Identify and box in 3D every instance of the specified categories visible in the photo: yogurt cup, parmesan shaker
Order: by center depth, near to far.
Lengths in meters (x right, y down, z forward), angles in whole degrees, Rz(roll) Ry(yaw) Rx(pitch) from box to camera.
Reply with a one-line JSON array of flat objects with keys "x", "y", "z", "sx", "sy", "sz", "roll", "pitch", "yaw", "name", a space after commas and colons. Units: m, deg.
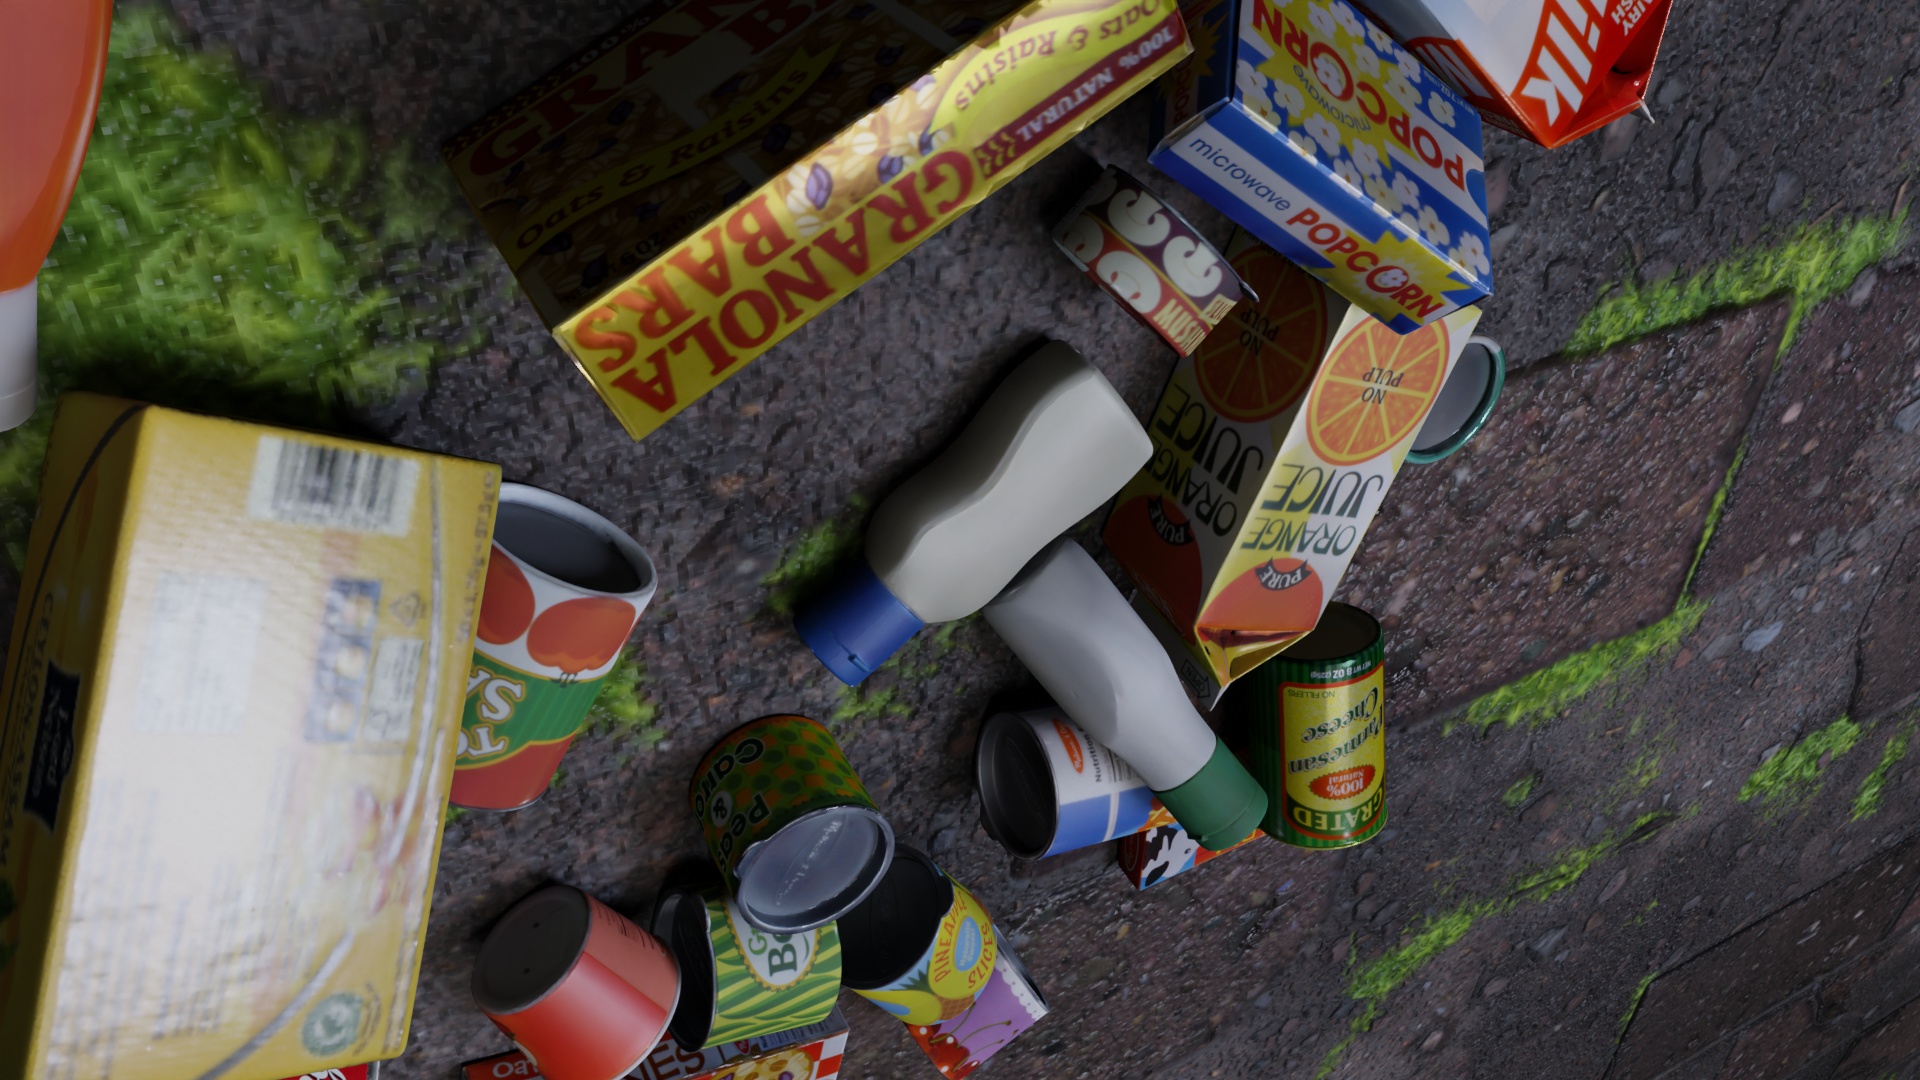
[{"x": -0.152, "y": 0.172, "z": 0.542, "sx": 0.072, "sy": 0.072, "sz": 0.053, "roll": -36, "pitch": 127, "yaw": -5, "name": "yogurt cup"}, {"x": 0.170, "y": 0.089, "z": 0.676, "sx": 0.071, "sy": 0.071, "sz": 0.102, "roll": -18, "pitch": 114, "yaw": -22, "name": "parmesan shaker"}]

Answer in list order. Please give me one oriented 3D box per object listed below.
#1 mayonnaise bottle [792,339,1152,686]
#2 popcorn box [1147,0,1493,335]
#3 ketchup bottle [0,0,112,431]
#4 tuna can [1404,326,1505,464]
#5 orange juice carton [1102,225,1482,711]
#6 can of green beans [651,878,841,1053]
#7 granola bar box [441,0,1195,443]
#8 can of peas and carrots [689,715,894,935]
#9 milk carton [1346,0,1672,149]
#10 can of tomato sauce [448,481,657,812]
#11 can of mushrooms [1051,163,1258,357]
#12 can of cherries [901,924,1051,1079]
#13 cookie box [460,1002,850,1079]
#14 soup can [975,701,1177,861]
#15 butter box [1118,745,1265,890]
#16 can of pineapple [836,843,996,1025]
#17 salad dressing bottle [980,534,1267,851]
[{"x": 0.002, "y": -0.007, "z": 0.528, "sx": 0.148, "sy": 0.041, "sz": 0.064, "roll": -42, "pitch": 133, "yaw": 1, "name": "mayonnaise bottle"}, {"x": 0.121, "y": -0.135, "z": 0.462, "sx": 0.126, "sy": 0.085, "sz": 0.038, "roll": 25, "pitch": 146, "yaw": -28, "name": "popcorn box"}, {"x": -0.226, "y": -0.095, "z": 0.308, "sx": 0.065, "sy": 0.044, "sz": 0.148, "roll": 1, "pitch": 121, "yaw": -33, "name": "ketchup bottle"}, {"x": 0.209, "y": -0.067, "z": 0.625, "sx": 0.071, "sy": 0.033, "sz": 0.070, "roll": -17, "pitch": 129, "yaw": -22, "name": "tuna can"}, {"x": 0.122, "y": -0.028, "z": 0.570, "sx": 0.073, "sy": 0.072, "sz": 0.191, "roll": 4, "pitch": 119, "yaw": -35, "name": "orange juice carton"}, {"x": -0.090, "y": 0.174, "z": 0.581, "sx": 0.058, "sy": 0.071, "sz": 0.071, "roll": -1, "pitch": 122, "yaw": -34, "name": "can of green beans"}, {"x": -0.044, "y": -0.114, "z": 0.358, "sx": 0.166, "sy": 0.124, "sz": 0.039, "roll": -36, "pitch": 134, "yaw": -6, "name": "granola bar box"}, {"x": -0.070, "y": 0.112, "z": 0.554, "sx": 0.071, "sy": 0.059, "sz": 0.070, "roll": -17, "pitch": 129, "yaw": -22, "name": "can of peas and carrots"}, {"x": 0.178, "y": -0.201, "z": 0.479, "sx": 0.190, "sy": 0.072, "sz": 0.073, "roll": 23, "pitch": 107, "yaw": -41, "name": "milk carton"}, {"x": -0.145, "y": 0.033, "z": 0.439, "sx": 0.071, "sy": 0.071, "sz": 0.083, "roll": 19, "pitch": 110, "yaw": -41, "name": "can of tomato sauce"}, {"x": 0.067, "y": -0.095, "z": 0.484, "sx": 0.033, "sy": 0.071, "sz": 0.071, "roll": -48, "pitch": 135, "yaw": 8, "name": "can of mushrooms"}, {"x": 0.000, "y": 0.216, "z": 0.673, "sx": 0.058, "sy": 0.072, "sz": 0.071, "roll": -36, "pitch": 134, "yaw": -4, "name": "can of cherries"}, {"x": -0.143, "y": 0.274, "z": 0.637, "sx": 0.168, "sy": 0.040, "sz": 0.122, "roll": -5, "pitch": 124, "yaw": -31, "name": "cookie box"}, {"x": 0.058, "y": 0.105, "z": 0.630, "sx": 0.084, "sy": 0.071, "sz": 0.071, "roll": -6, "pitch": 125, "yaw": -30, "name": "soup can"}, {"x": 0.133, "y": 0.143, "z": 0.736, "sx": 0.104, "sy": 0.024, "sz": 0.052, "roll": -17, "pitch": 130, "yaw": -22, "name": "butter box"}, {"x": -0.023, "y": 0.178, "z": 0.627, "sx": 0.071, "sy": 0.071, "sz": 0.057, "roll": -41, "pitch": 136, "yaw": -1, "name": "can of pineapple"}, {"x": 0.070, "y": 0.065, "z": 0.574, "sx": 0.044, "sy": 0.064, "sz": 0.147, "roll": -46, "pitch": 105, "yaw": -24, "name": "salad dressing bottle"}]
